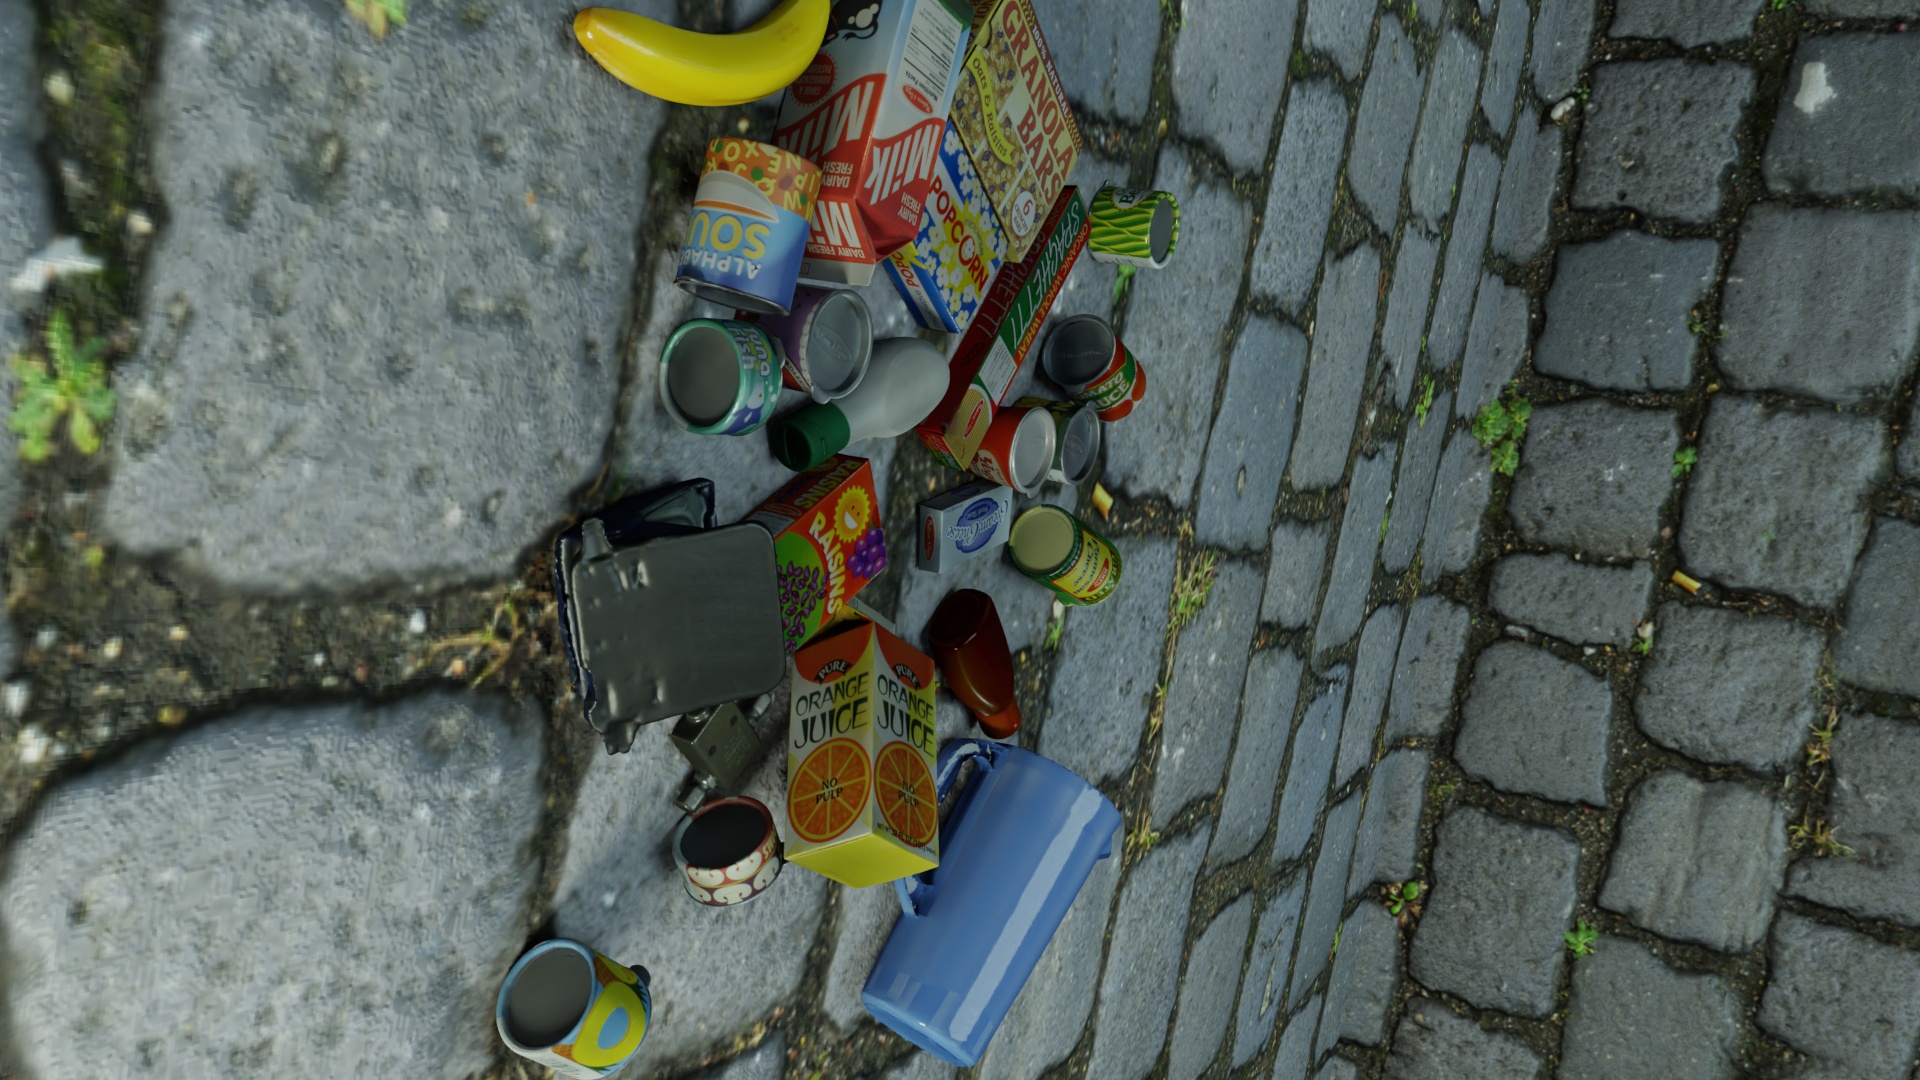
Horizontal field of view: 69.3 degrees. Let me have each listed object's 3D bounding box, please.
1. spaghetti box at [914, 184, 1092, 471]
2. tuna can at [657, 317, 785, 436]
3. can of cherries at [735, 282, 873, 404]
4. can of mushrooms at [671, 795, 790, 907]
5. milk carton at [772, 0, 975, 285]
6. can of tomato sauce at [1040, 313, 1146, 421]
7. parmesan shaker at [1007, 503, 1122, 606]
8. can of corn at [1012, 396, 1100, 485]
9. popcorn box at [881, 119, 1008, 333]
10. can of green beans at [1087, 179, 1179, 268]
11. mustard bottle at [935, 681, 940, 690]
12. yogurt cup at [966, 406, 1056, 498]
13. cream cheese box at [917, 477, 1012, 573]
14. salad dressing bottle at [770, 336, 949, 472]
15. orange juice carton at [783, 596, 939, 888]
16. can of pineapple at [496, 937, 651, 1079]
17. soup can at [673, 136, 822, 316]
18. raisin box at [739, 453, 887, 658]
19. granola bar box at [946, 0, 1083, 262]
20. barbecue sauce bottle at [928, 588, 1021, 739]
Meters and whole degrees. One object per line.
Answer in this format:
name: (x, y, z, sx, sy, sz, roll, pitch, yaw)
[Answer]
spaghetti box: (0.038, -0.169, 1.077, 0.251, 0.029, 0.050, -63, 147, -22)
tuna can: (-0.134, -0.093, 0.780, 0.033, 0.071, 0.071, -6, 106, -58)
can of cherries: (-0.096, -0.121, 0.843, 0.072, 0.058, 0.071, -32, 129, -51)
can of mushrooms: (-0.144, 0.194, 0.877, 0.071, 0.071, 0.033, -46, 137, -41)
milk carton: (-0.060, -0.248, 0.840, 0.073, 0.072, 0.190, 18, 85, -60)
can of tomato sauce: (0.114, -0.143, 1.176, 0.083, 0.071, 0.071, 32, 74, -59)
parmesan shaker: (0.090, 0.016, 1.202, 0.103, 0.071, 0.071, 30, 76, -59)
can of corn: (0.075, -0.085, 1.144, 0.071, 0.058, 0.071, -30, 127, -51)
popcorn box: (-0.017, -0.215, 0.958, 0.085, 0.038, 0.126, -62, 147, -21)
can of green beans: (0.149, -0.269, 1.194, 0.071, 0.058, 0.071, -30, 127, -51)
mustard bottle: (-0.062, 0.154, 1.020, 0.161, 0.049, 0.065, -45, 131, -43)
yogurt cup: (0.036, -0.075, 1.087, 0.073, 0.054, 0.072, -30, 127, -51)
cream cheese box: (0.004, -0.014, 1.087, 0.104, 0.024, 0.053, -25, 124, -53)
salad dressing bottle: (-0.065, -0.090, 0.923, 0.148, 0.044, 0.064, -37, 134, -46)
orange juice carton: (-0.064, 0.124, 0.927, 0.071, 0.073, 0.193, 38, 40, -43)
can of pineapple: (-0.218, 0.264, 0.787, 0.071, 0.071, 0.057, -62, 147, -23)
soup can: (-0.120, -0.175, 0.775, 0.071, 0.071, 0.083, 14, 89, -60)
raisin box: (-0.101, 0.009, 0.906, 0.124, 0.040, 0.085, -45, 136, -43)
granola bar box: (0.029, -0.302, 0.998, 0.124, 0.039, 0.165, -64, 148, -21)
barbecue sauce bottle: (0.017, 0.108, 1.139, 0.065, 0.044, 0.147, -56, 145, -30)
